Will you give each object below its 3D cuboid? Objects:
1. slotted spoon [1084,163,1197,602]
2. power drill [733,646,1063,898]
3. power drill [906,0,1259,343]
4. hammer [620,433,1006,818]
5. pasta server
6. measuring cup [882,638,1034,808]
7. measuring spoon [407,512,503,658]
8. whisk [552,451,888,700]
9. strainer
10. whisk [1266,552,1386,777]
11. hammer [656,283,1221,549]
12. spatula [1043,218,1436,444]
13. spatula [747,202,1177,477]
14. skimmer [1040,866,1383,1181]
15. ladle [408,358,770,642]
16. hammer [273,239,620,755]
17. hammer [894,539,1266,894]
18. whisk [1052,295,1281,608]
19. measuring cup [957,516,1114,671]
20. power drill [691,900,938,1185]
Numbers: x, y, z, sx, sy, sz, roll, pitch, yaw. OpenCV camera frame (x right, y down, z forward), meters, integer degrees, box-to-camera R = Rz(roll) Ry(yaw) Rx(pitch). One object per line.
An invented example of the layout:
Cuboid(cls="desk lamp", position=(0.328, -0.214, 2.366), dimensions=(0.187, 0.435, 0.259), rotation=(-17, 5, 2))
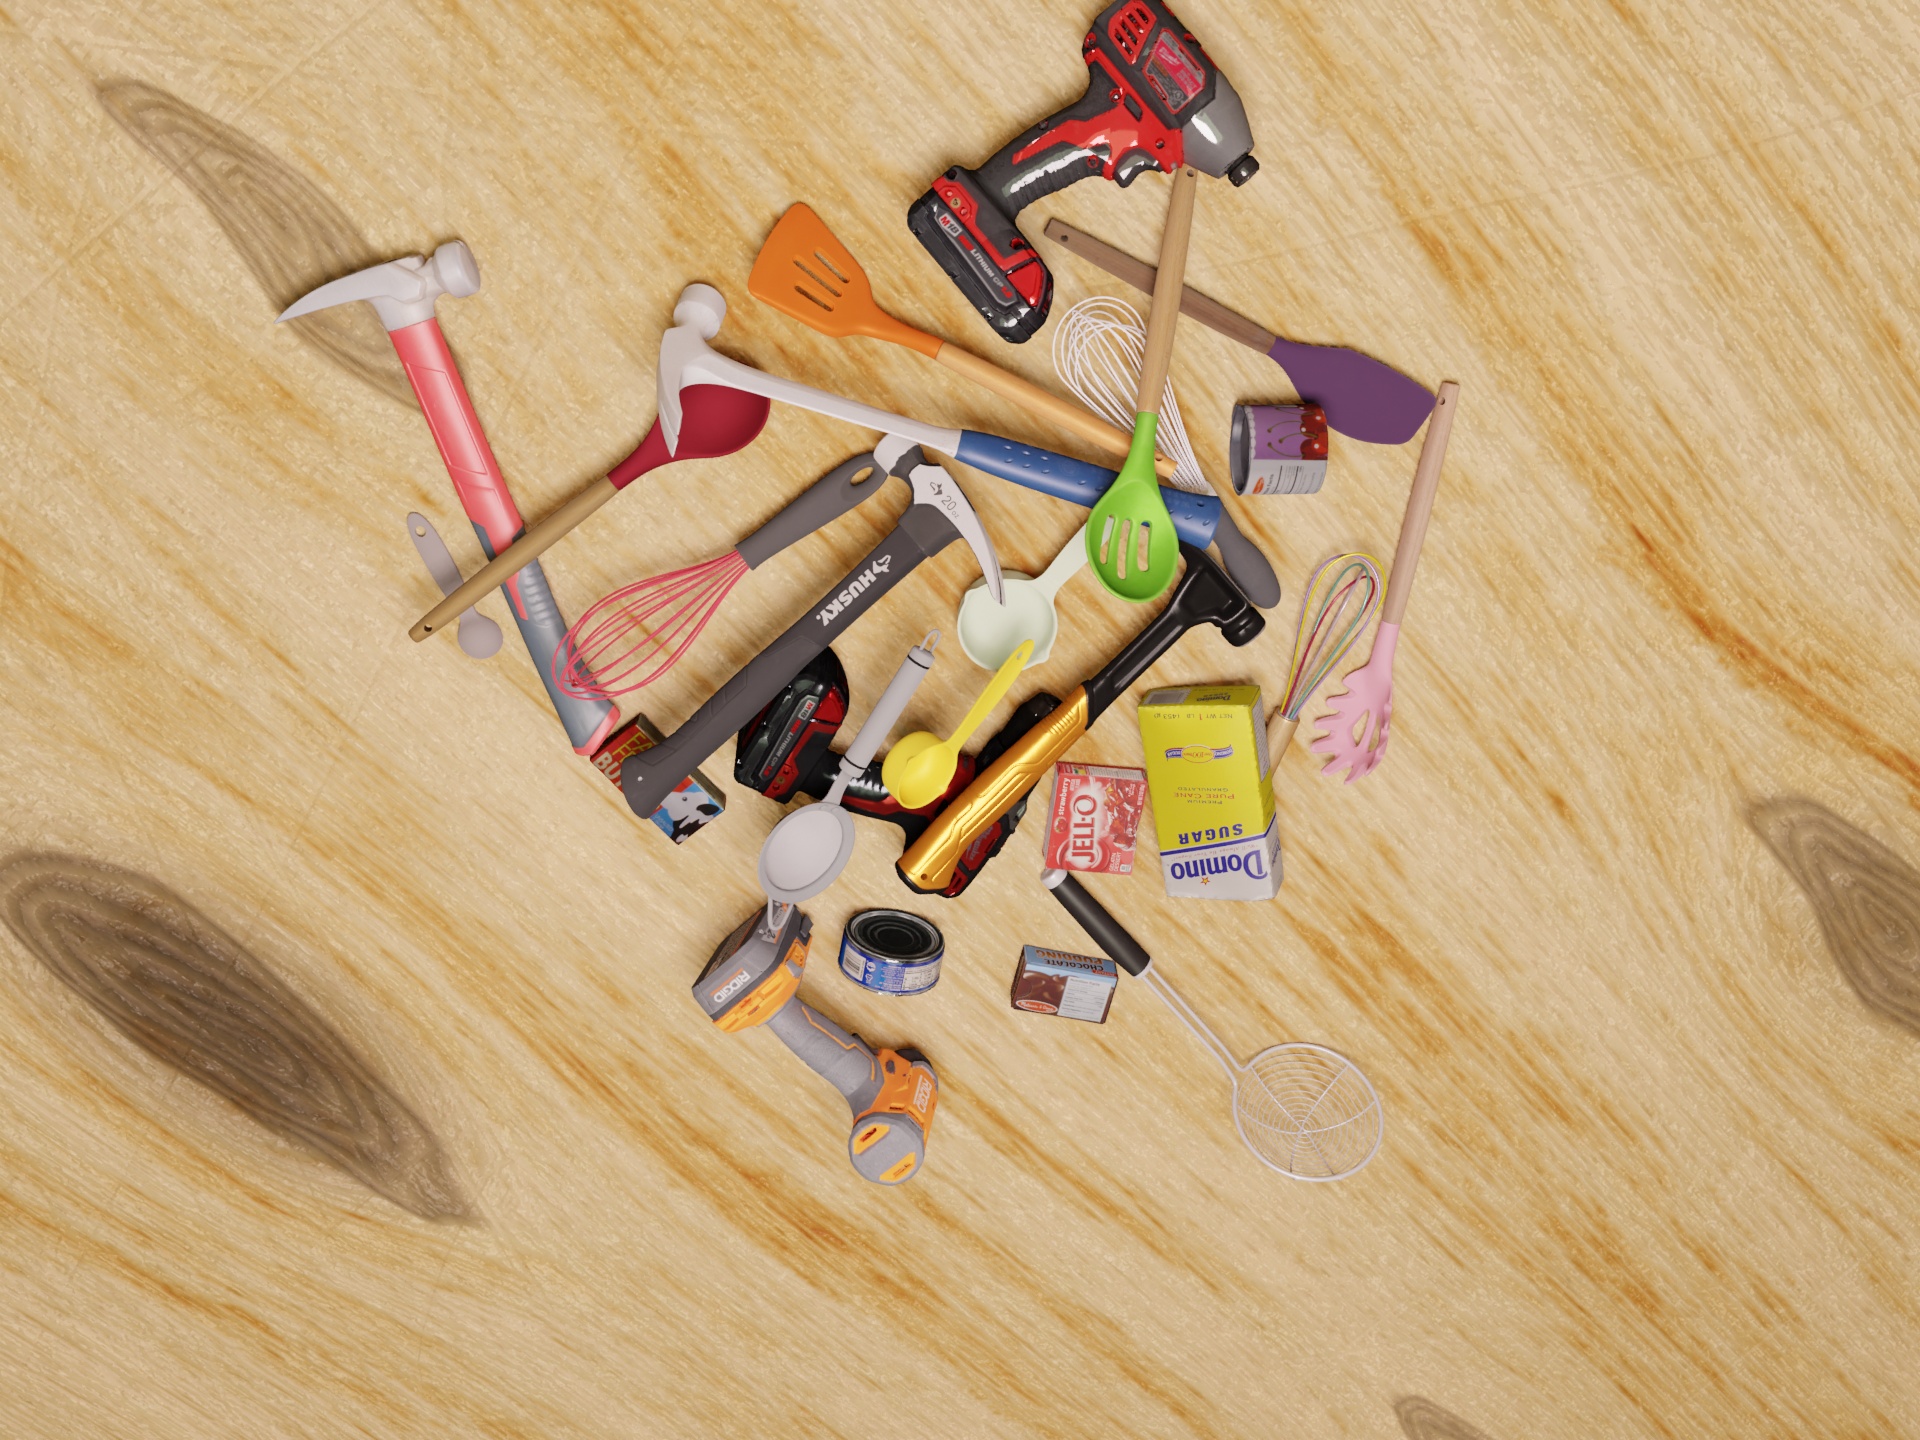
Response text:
Cuboid(cls="slotted spoon", position=(0.134, -0.234, 1.091), dimensions=(0.070, 0.031, 0.314), rotation=(10, 87, -17))
Cuboid(cls="power drill", position=(-0.043, 0.021, 1.239), dimensions=(0.226, 0.080, 0.188), rotation=(29, 110, -17))
Cuboid(cls="power drill", position=(0.084, -0.360, 1.059), dimensions=(0.219, 0.078, 0.143), rotation=(-40, 91, 12))
Cuboid(cls="hammer", position=(-0.116, -0.047, 1.148), dimensions=(0.335, 0.035, 0.146), rotation=(-42, 76, 7))
Cuboid(cls="pasta server", position=(0.333, -0.101, 1.218), dimensions=(0.040, 0.060, 0.316), rotation=(-12, 120, -43))
Cuboid(cls="measuring cup", position=(-0.002, -0.004, 1.184), dimensions=(0.156, 0.029, 0.062), rotation=(-51, 145, -4))
Cuboid(cls="measuring spoon", position=(-0.386, -0.099, 1.202), dimensions=(0.034, 0.018, 0.124), rotation=(-21, 112, 7))
Cuboid(cls="whisk", position=(-0.176, -0.109, 1.175), dimensions=(0.296, 0.073, 0.073), rotation=(-35, 111, 0))
Cuboid(cls="strainer", position=(-0.084, 0.039, 1.181), dimensions=(0.086, 0.050, 0.258), rotation=(19, 109, -47))
Cuboid(cls="whisk", position=(0.269, -0.021, 1.245), dimensions=(0.047, 0.051, 0.244), rotation=(3, 122, -30))
Cuboid(cls="hammer", position=(-0.013, -0.191, 1.106), dimensions=(0.405, 0.144, 0.035), rotation=(16, 140, -8))
Cuboid(cls="spatula", position=(0.200, -0.280, 1.144), dimensions=(0.315, 0.018, 0.059), rotation=(25, 123, -13))
Cuboid(cls="spatula", position=(0.008, -0.251, 1.110), dimensions=(0.322, 0.041, 0.081), rotation=(27, 73, -1))
Cuboid(cls="skimmer", position=(0.211, 0.245, 1.337), dimensions=(0.363, 0.127, 0.090), rotation=(47, 147, -14))
Cuboid(cls="ladle", position=(-0.270, -0.154, 1.147), dimensions=(0.315, 0.031, 0.069), rotation=(-37, 113, 1))
Cuboid(cls="hammer", position=(-0.357, -0.143, 1.173), dimensions=(0.143, 0.038, 0.386), rotation=(-15, 114, 6))
Cuboid(cls="hammer", position=(0.072, 0.000, 1.199), dimensions=(0.337, 0.034, 0.127), rotation=(-45, 112, 3))
Cuboid(cls="whisk", position=(0.159, -0.187, 1.166), dimensions=(0.070, 0.070, 0.284), rotation=(-33, 115, 12))
Cuboid(cls="measuring cup", position=(0.065, -0.110, 1.205), dimensions=(0.083, 0.038, 0.167), rotation=(39, 105, -17))
Cuboid(cls="power drill", position=(-0.106, 0.257, 1.310), dimensions=(0.084, 0.164, 0.226), rotation=(-40, 97, 15))
